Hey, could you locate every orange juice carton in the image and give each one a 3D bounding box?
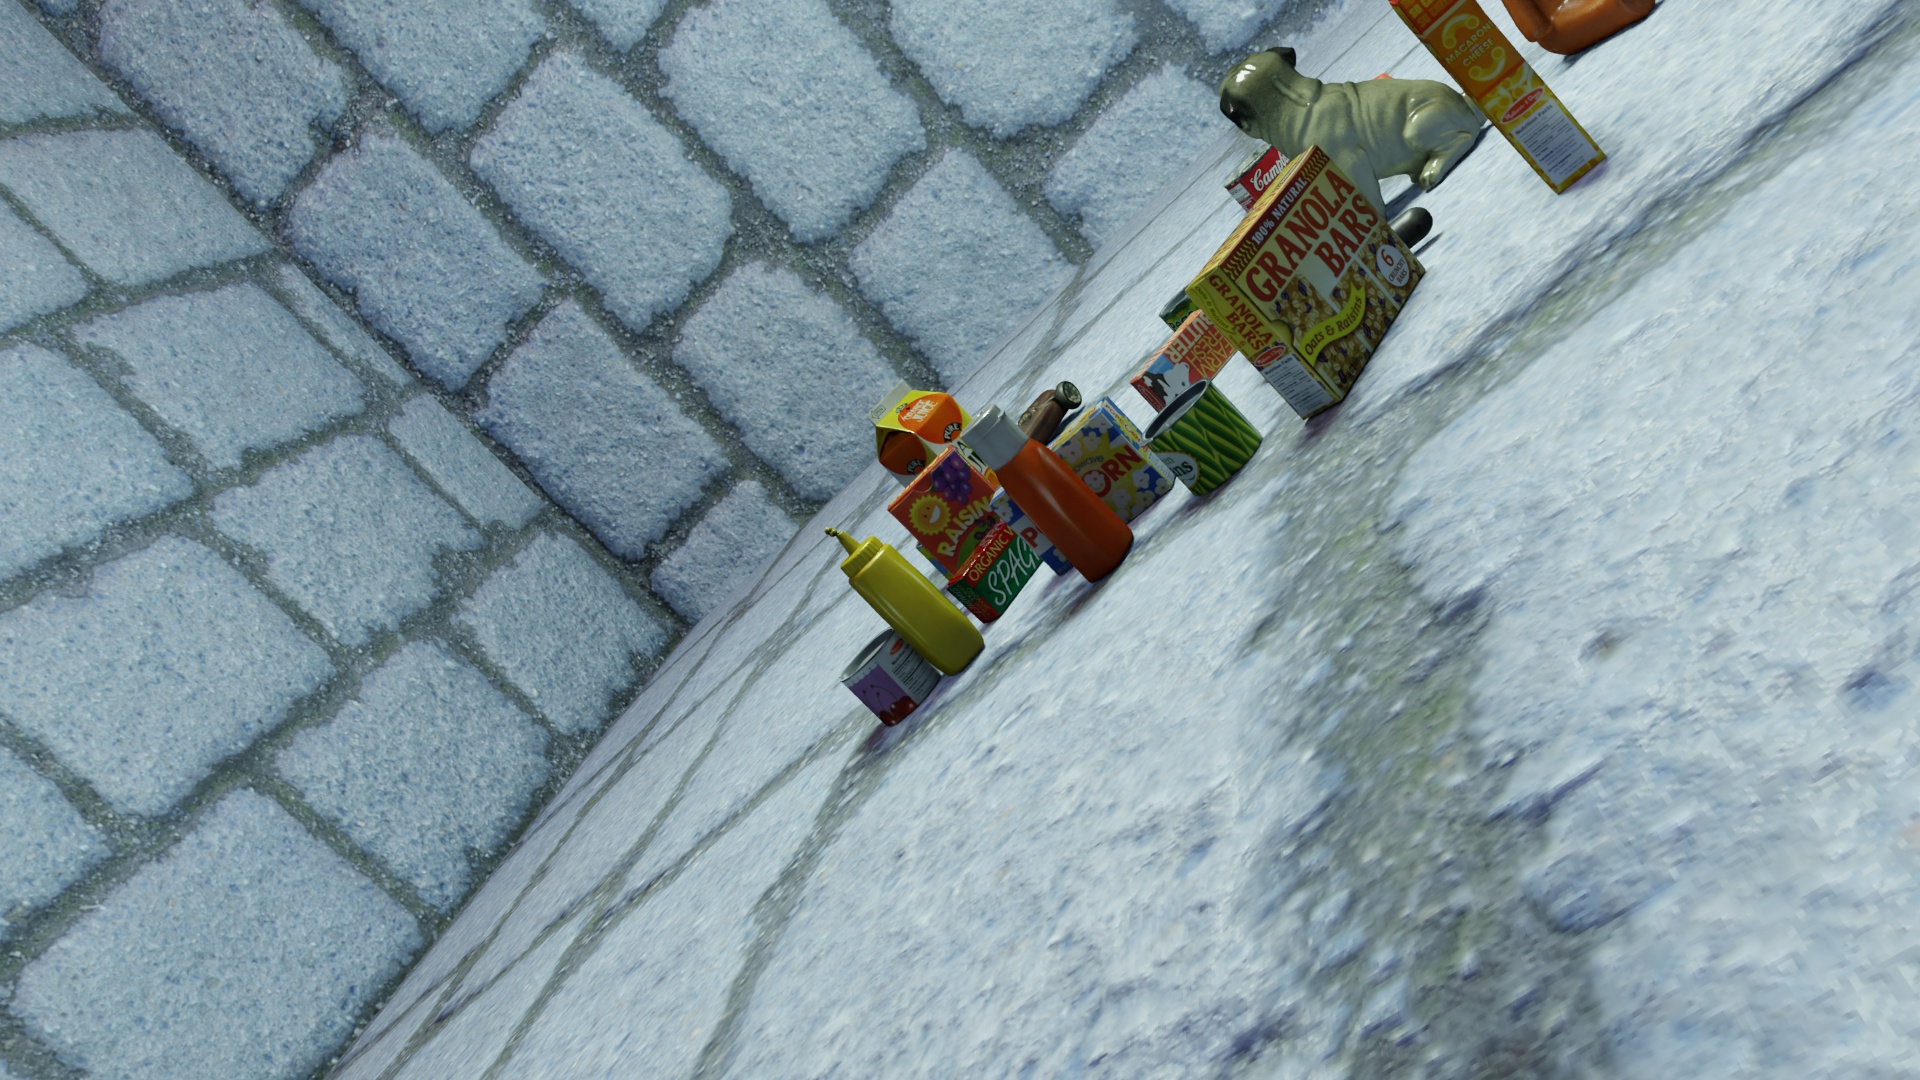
[{"bbox_3d":[-0.009,-0.075,1.390,0.072,0.192,0.072,-35,13,50],"label":"orange juice carton"}]

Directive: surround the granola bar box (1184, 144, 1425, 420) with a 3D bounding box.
[{"bbox_3d":[0.243,-0.182,0.964,0.166,0.124,0.039,-51,10,-34],"label":"granola bar box"}]

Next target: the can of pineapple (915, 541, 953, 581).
[{"bbox_3d":[-0.005,0.004,1.447,0.071,0.058,0.071,-43,9,9],"label":"can of pineapple"}]

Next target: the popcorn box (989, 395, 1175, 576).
[{"bbox_3d":[0.097,-0.042,1.110,0.126,0.085,0.038,-40,10,26],"label":"popcorn box"}]

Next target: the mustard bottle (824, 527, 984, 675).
[{"bbox_3d":[-0.051,0.043,1.145,0.049,0.160,0.065,-47,9,-13],"label":"mustard bottle"}]

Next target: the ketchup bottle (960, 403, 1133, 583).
[{"bbox_3d":[0.064,-0.038,1.037,0.043,0.148,0.065,-40,10,30],"label":"ketchup bottle"}]

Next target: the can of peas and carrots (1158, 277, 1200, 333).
[{"bbox_3d":[0.240,-0.224,1.385,0.071,0.058,0.071,-43,9,9],"label":"can of peas and carrots"}]

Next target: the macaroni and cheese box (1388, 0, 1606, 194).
[{"bbox_3d":[0.356,-0.317,0.938,0.040,0.166,0.124,-41,9,25],"label":"macaroni and cheese box"}]

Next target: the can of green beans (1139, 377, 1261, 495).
[{"bbox_3d":[0.174,-0.074,1.002,0.071,0.058,0.071,-43,9,9],"label":"can of green beans"}]

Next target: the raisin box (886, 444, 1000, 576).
[{"bbox_3d":[0.005,-0.016,1.286,0.086,0.123,0.040,-44,9,5],"label":"raisin box"}]

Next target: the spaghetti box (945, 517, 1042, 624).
[{"bbox_3d":[0.075,-0.026,1.254,0.251,0.050,0.028,-51,10,-34],"label":"spaghetti box"}]

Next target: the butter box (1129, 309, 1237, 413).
[{"bbox_3d":[0.206,-0.161,1.269,0.104,0.053,0.024,-48,9,-21],"label":"butter box"}]

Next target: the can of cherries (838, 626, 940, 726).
[{"bbox_3d":[-0.061,0.117,1.186,0.071,0.058,0.071,-43,9,9],"label":"can of cherries"}]
